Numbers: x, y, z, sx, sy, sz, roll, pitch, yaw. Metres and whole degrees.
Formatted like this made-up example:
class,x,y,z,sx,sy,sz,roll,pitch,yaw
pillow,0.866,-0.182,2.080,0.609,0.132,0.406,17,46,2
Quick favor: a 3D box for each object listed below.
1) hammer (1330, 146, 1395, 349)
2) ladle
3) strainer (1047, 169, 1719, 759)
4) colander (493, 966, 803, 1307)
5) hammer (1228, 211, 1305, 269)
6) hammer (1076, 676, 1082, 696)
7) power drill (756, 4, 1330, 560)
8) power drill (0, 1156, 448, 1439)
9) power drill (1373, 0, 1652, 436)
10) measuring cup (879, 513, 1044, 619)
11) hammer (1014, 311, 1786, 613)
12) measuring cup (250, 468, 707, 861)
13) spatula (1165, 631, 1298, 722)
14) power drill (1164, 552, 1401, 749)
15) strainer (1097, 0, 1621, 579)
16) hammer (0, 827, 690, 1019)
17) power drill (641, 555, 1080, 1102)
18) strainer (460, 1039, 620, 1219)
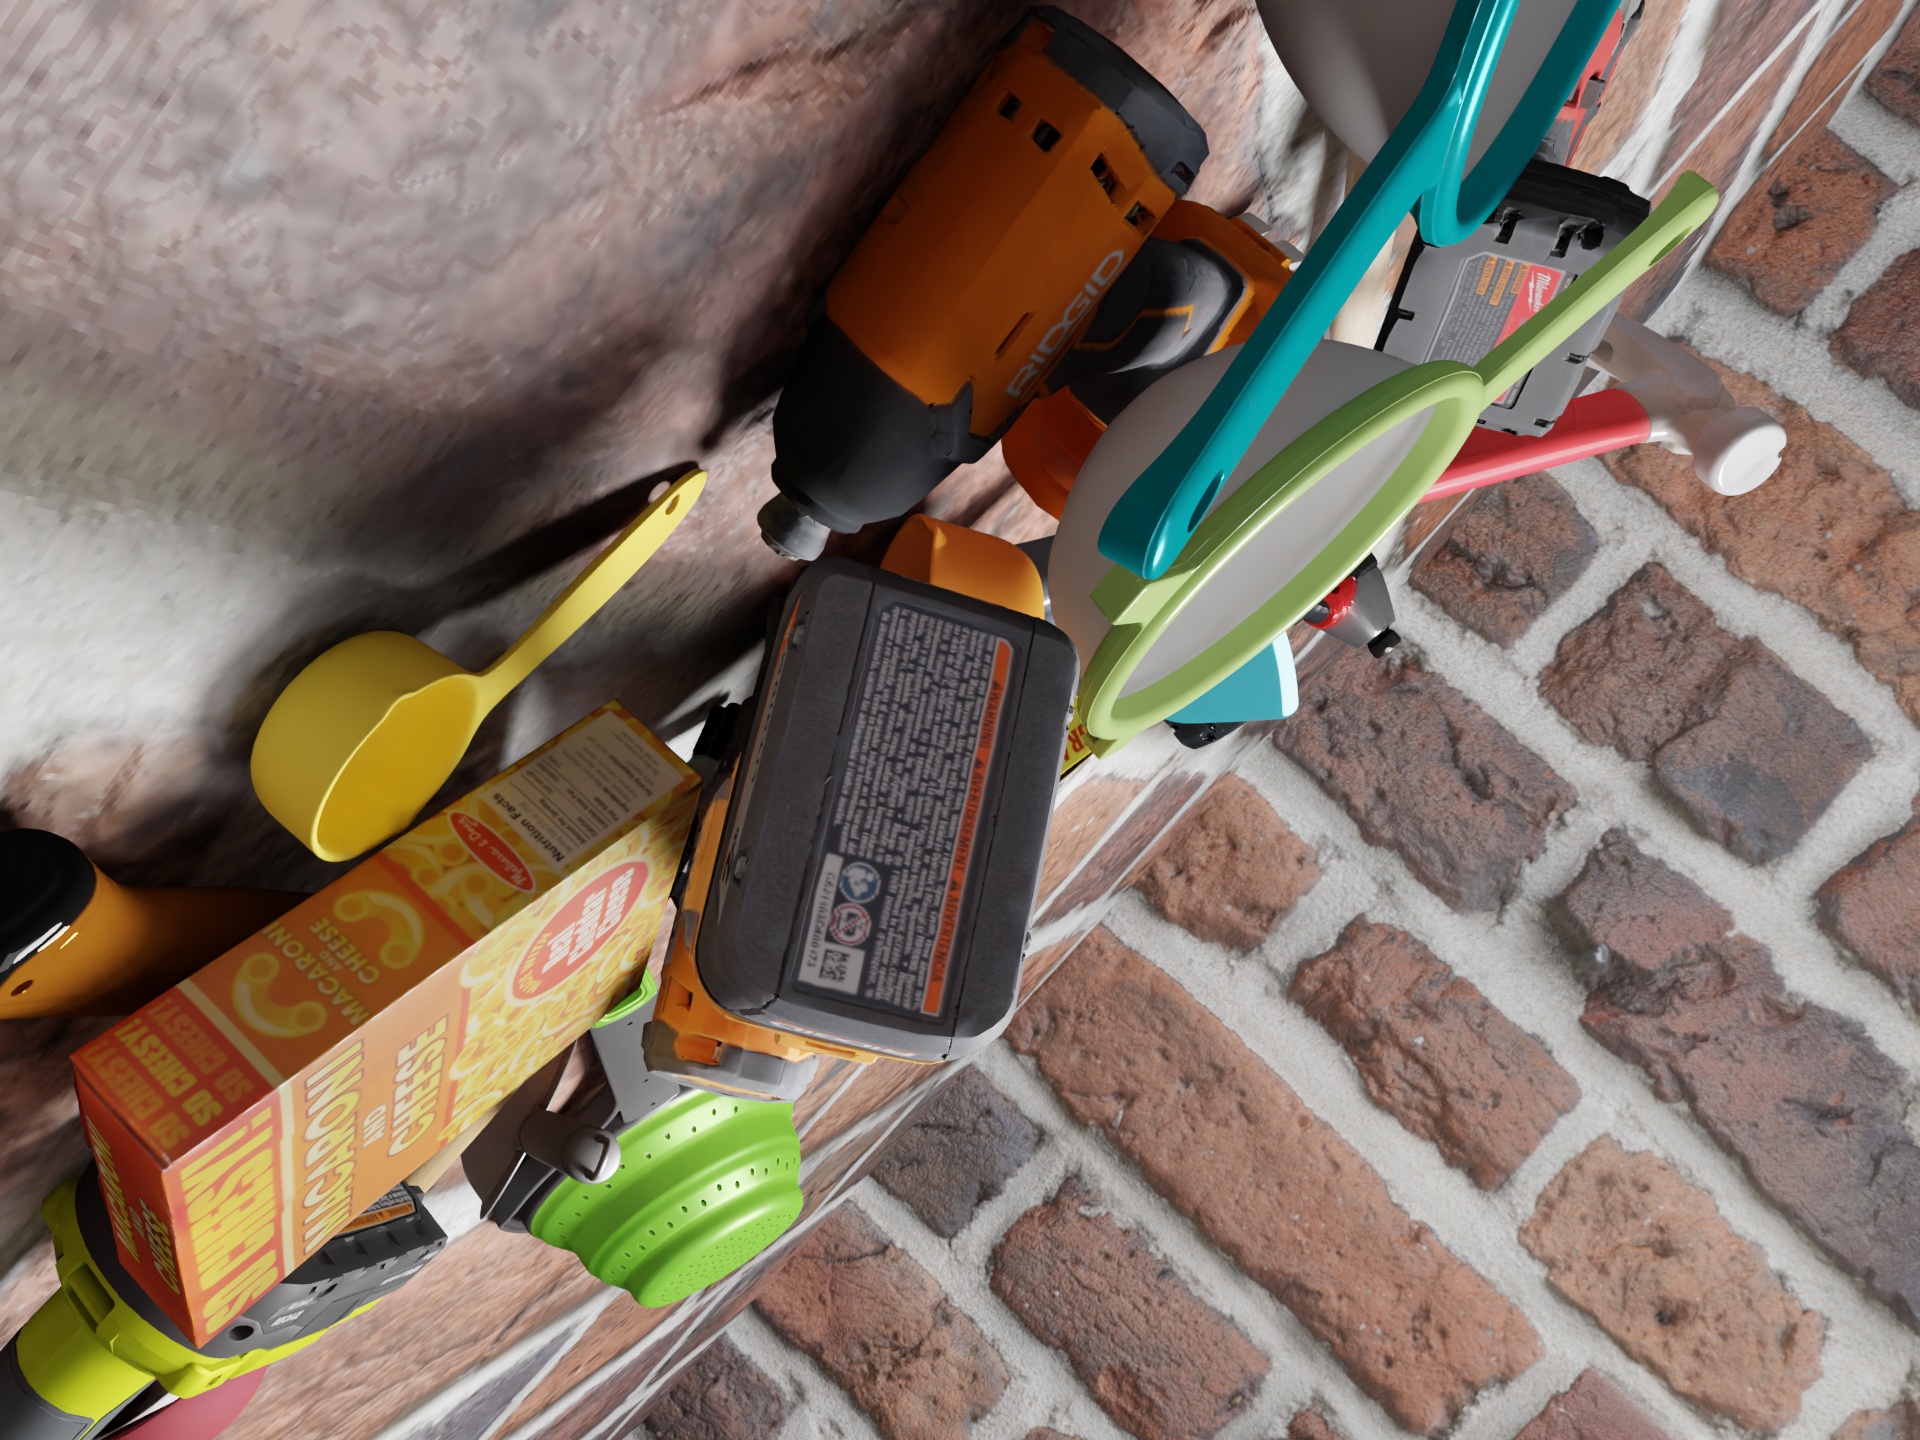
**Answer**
class,x,y,z,sx,sy,sz,roll,pitch,yaw
hammer,0.196,-0.209,0.787,0.410,0.038,0.146,68,36,-70
ladle,-0.248,0.212,0.619,0.315,0.031,0.069,-45,166,23
strainer,0.116,-0.100,0.481,0.256,0.069,0.151,-40,165,-8
colander,-0.154,0.237,0.867,0.204,0.095,0.396,-28,157,-19
hammer,0.126,-0.159,0.781,0.128,0.033,0.331,-49,167,13
hammer,0.064,-0.023,0.916,0.334,0.035,0.146,-47,169,29
power drill,0.029,-0.113,0.514,0.164,0.084,0.226,-50,162,17
power drill,-0.287,0.227,0.524,0.228,0.080,0.190,-44,167,0
power drill,0.240,-0.252,0.647,0.187,0.080,0.227,94,15,-59
measuring cup,0.002,-0.002,0.576,0.052,0.174,0.095,12,129,-20
hammer,0.162,-0.111,0.718,0.386,0.143,0.038,-16,132,-11
measuring cup,-0.123,-0.027,0.421,0.156,0.029,0.062,-52,172,-36
spatula,0.032,0.027,0.851,0.317,0.044,0.082,-28,127,-9
power drill,0.194,-0.073,1.008,0.219,0.143,0.078,-30,170,-45
strainer,0.099,-0.188,0.392,0.340,0.095,0.210,-56,164,-14
hammer,-0.184,0.073,0.483,0.127,0.034,0.336,-48,167,1
power drill,-0.039,0.021,0.488,0.226,0.084,0.185,142,-38,-68
strainer,-0.171,0.163,0.639,0.258,0.050,0.087,-21,-139,64
